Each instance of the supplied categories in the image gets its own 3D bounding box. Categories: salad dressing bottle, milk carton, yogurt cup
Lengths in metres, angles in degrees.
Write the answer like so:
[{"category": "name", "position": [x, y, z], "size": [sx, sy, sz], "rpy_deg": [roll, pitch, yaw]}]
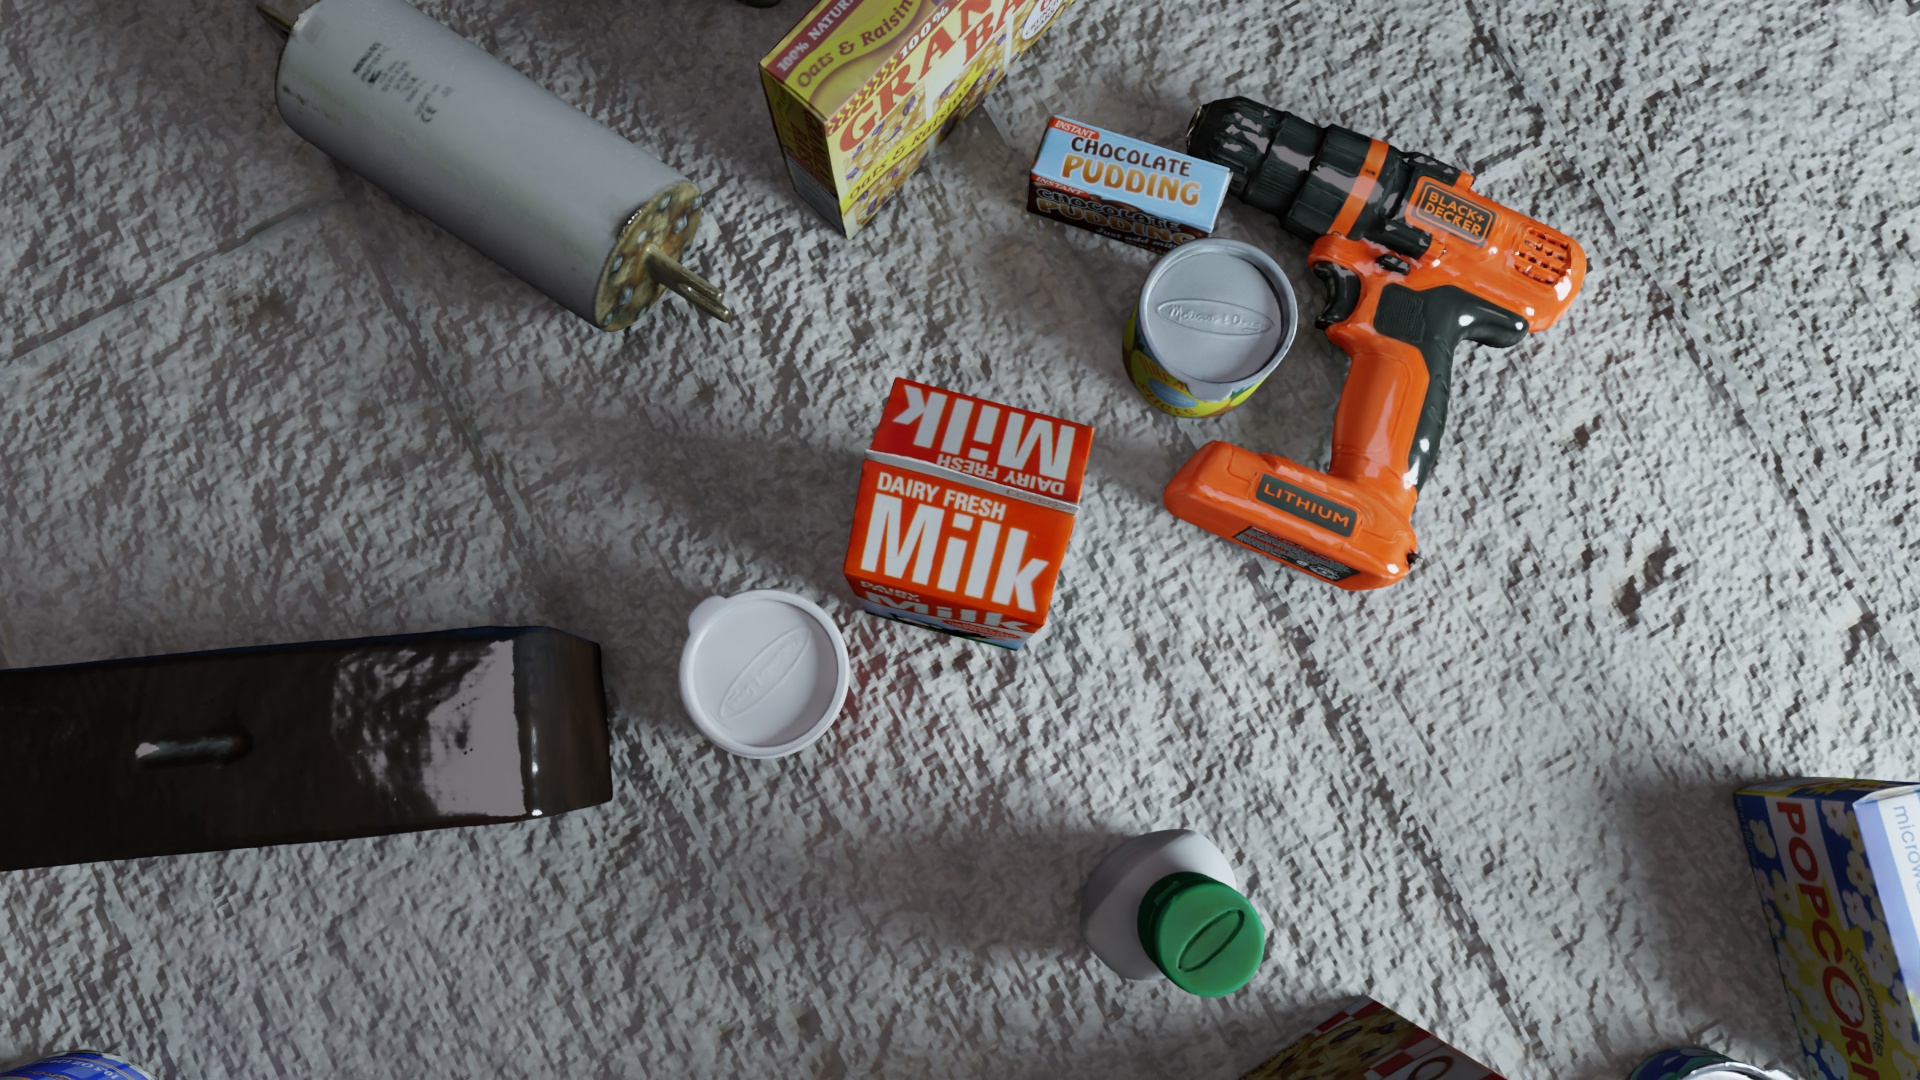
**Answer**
[{"category": "salad dressing bottle", "position": [0.079, 0.139, 0.519], "size": [0.064, 0.147, 0.044], "rpy_deg": [-40, 84, -6]}, {"category": "milk carton", "position": [0.002, -0.007, 0.519], "size": [0.072, 0.190, 0.073], "rpy_deg": [14, 82, 1]}, {"category": "yogurt cup", "position": [-0.079, 0.056, 0.577], "size": [0.072, 0.054, 0.072], "rpy_deg": [0, 81, -1]}]

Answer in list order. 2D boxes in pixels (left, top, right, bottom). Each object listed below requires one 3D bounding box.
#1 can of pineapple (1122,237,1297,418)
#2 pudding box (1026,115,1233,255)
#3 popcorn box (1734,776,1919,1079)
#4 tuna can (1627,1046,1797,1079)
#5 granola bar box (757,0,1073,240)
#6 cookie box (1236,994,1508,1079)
[{"category": "can of pineapple", "position": [0.105, -0.089, 0.600], "size": [0.071, 0.058, 0.071], "rpy_deg": [0, 81, -1]}, {"category": "pudding box", "position": [0.073, -0.155, 0.614], "size": [0.084, 0.049, 0.030], "rpy_deg": [18, 82, 2]}, {"category": "popcorn box", "position": [0.363, 0.159, 0.551], "size": [0.038, 0.085, 0.127], "rpy_deg": [-11, 82, -2]}, {"category": "tuna can", "position": [0.307, 0.241, 0.564], "size": [0.071, 0.033, 0.071], "rpy_deg": [0, 81, -1]}, {"category": "granola bar box", "position": [-0.010, -0.218, 0.585], "size": [0.039, 0.124, 0.166], "rpy_deg": [41, 83, 5]}, {"category": "cookie box", "position": [0.129, 0.225, 0.496], "size": [0.123, 0.167, 0.040], "rpy_deg": [-30, 83, -5]}]
